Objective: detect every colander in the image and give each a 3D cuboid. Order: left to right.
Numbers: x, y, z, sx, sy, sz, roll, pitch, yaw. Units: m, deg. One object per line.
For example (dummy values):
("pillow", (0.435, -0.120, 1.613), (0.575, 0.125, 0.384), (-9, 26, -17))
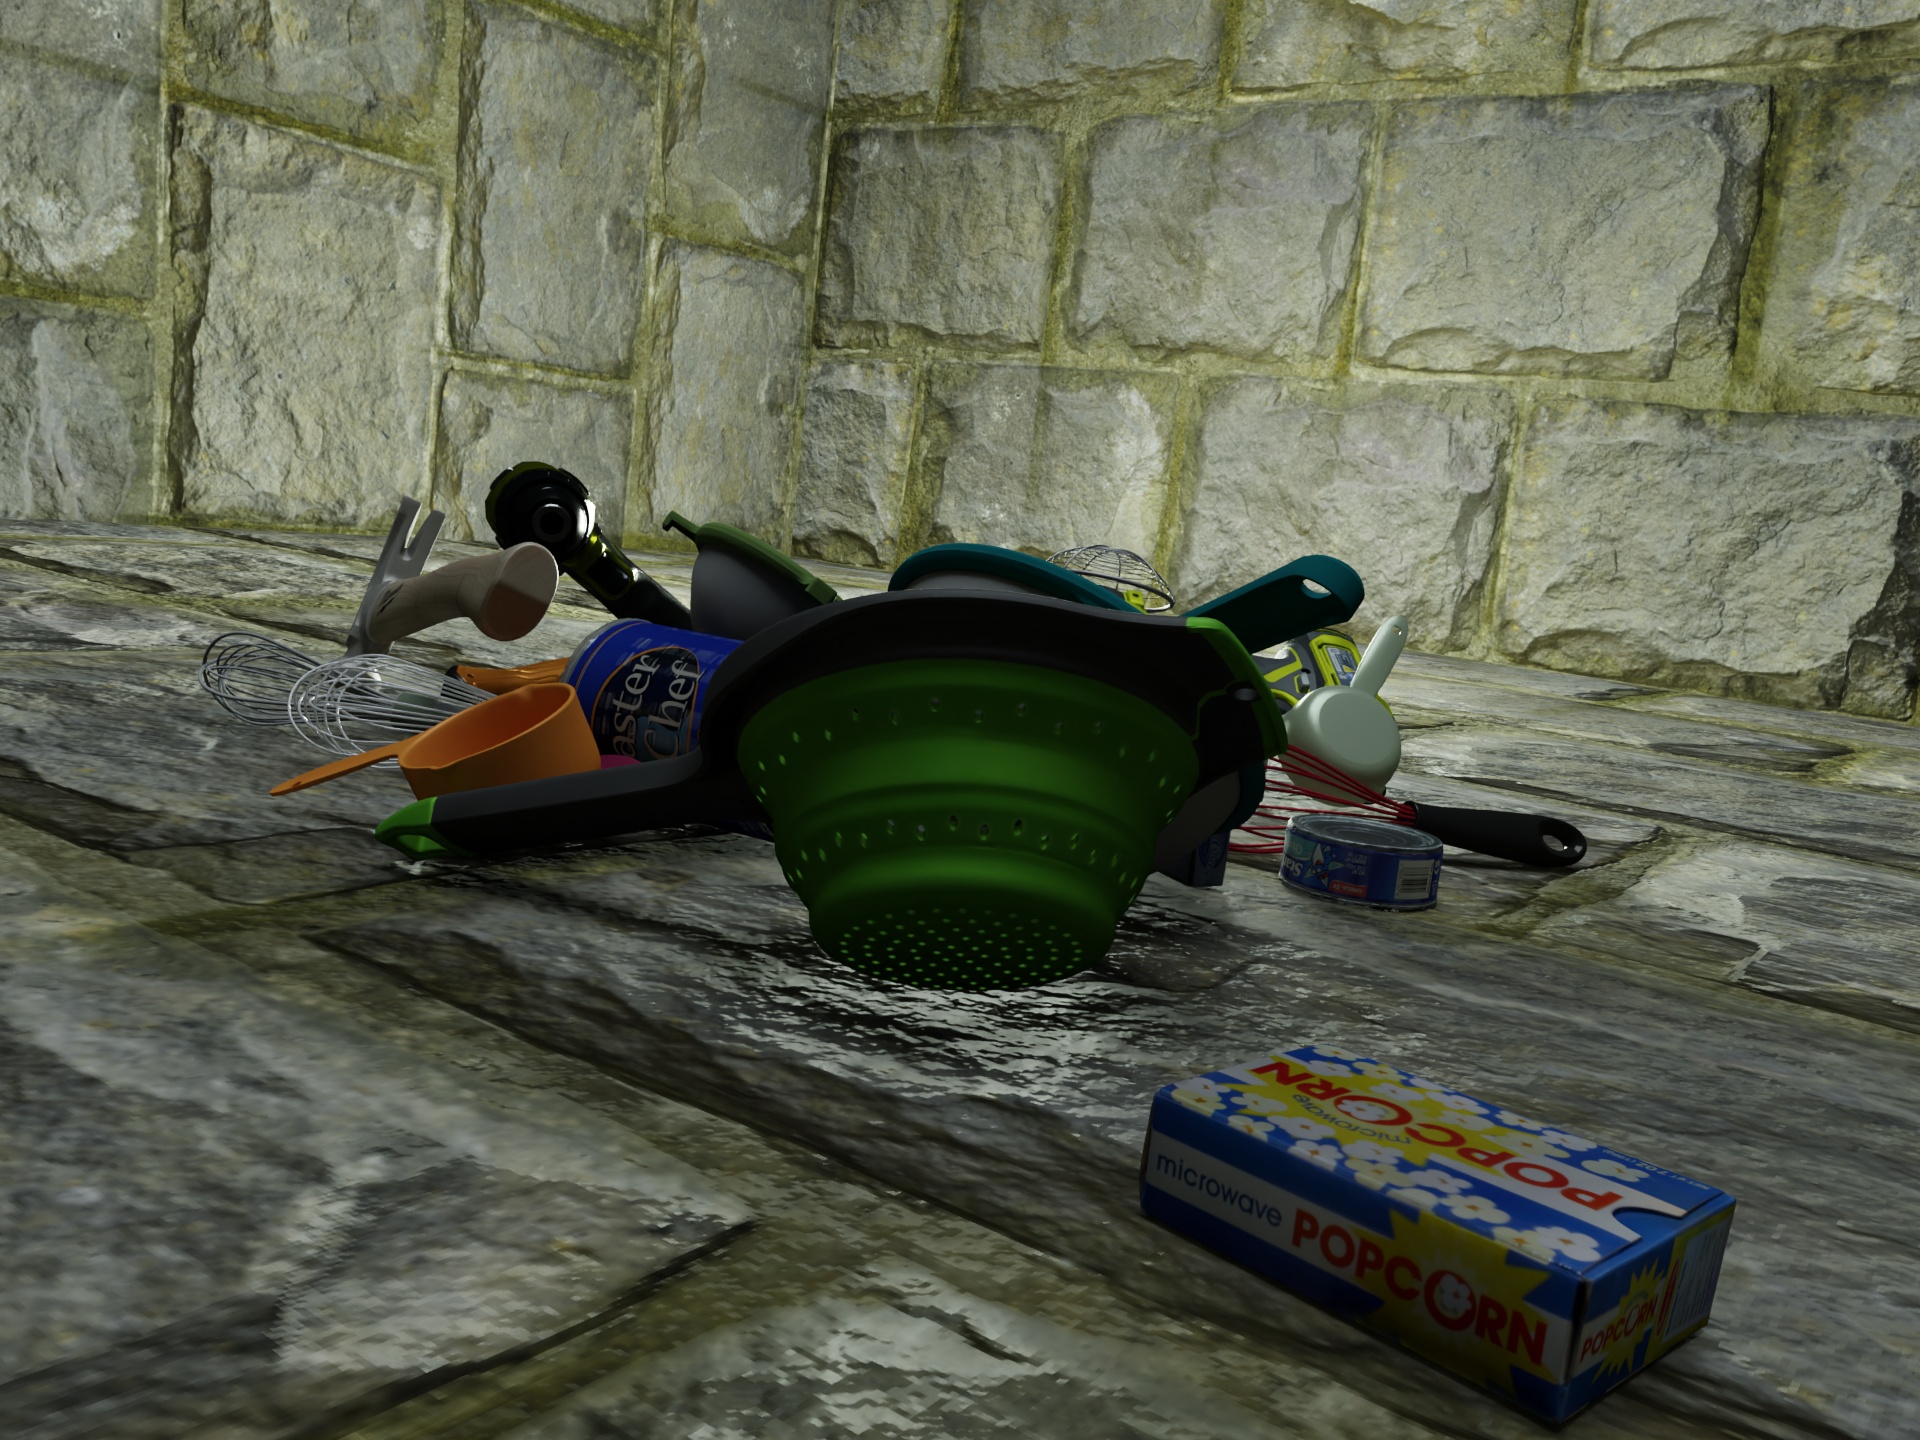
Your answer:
("colander", (-0.073, 0.055, 0.623), (0.397, 0.095, 0.204), (-9, -29, 22))

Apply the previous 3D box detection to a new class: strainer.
("strainer", (-0.091, -0.018, 0.980), (0.152, 0.069, 0.256), (27, -17, 38))
("strainer", (0.056, 0.008, 0.708), (0.211, 0.095, 0.340), (40, -22, -11))

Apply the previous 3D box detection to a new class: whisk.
("whisk", (-0.354, -0.009, 0.985), (0.246, 0.059, 0.058), (12, 20, 4))
("whisk", (-0.243, 0.009, 0.934), (0.284, 0.070, 0.070), (9, 7, -18))
("whisk", (0.253, 0.058, 0.960), (0.295, 0.073, 0.073), (9, 7, -17))

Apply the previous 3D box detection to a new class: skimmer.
("skimmer", (0.031, -0.061, 1.357), (0.363, 0.090, 0.127), (-31, 18, -31))

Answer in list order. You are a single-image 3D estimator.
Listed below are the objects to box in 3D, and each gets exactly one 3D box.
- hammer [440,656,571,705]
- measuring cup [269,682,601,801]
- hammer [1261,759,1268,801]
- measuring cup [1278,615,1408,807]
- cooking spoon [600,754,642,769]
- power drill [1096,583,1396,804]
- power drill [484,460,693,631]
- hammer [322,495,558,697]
("hammer", (-0.237, -0.037, 1.206), (0.127, 0.034, 0.336), (36, 30, 29))
("measuring cup", (-0.255, 0.034, 0.773), (0.173, 0.052, 0.095), (-15, 21, 17))
("hammer", (0.118, 0.008, 1.269), (0.144, 0.035, 0.406), (5, 8, -9))
("measuring cup", (0.264, -0.018, 1.030), (0.083, 0.168, 0.038), (33, -31, 3))
("cooking spoon", (-0.111, 0.034, 0.754), (0.319, 0.017, 0.069), (-3, 26, 29))
("power drill", (0.183, -0.016, 1.085), (0.223, 0.080, 0.171), (10, 33, -9))
("power drill", (-0.210, -0.078, 1.032), (0.228, 0.080, 0.191), (43, -5, -21))
("hammer", (-0.314, -0.085, 0.973), (0.038, 0.146, 0.411), (25, -11, -28))
